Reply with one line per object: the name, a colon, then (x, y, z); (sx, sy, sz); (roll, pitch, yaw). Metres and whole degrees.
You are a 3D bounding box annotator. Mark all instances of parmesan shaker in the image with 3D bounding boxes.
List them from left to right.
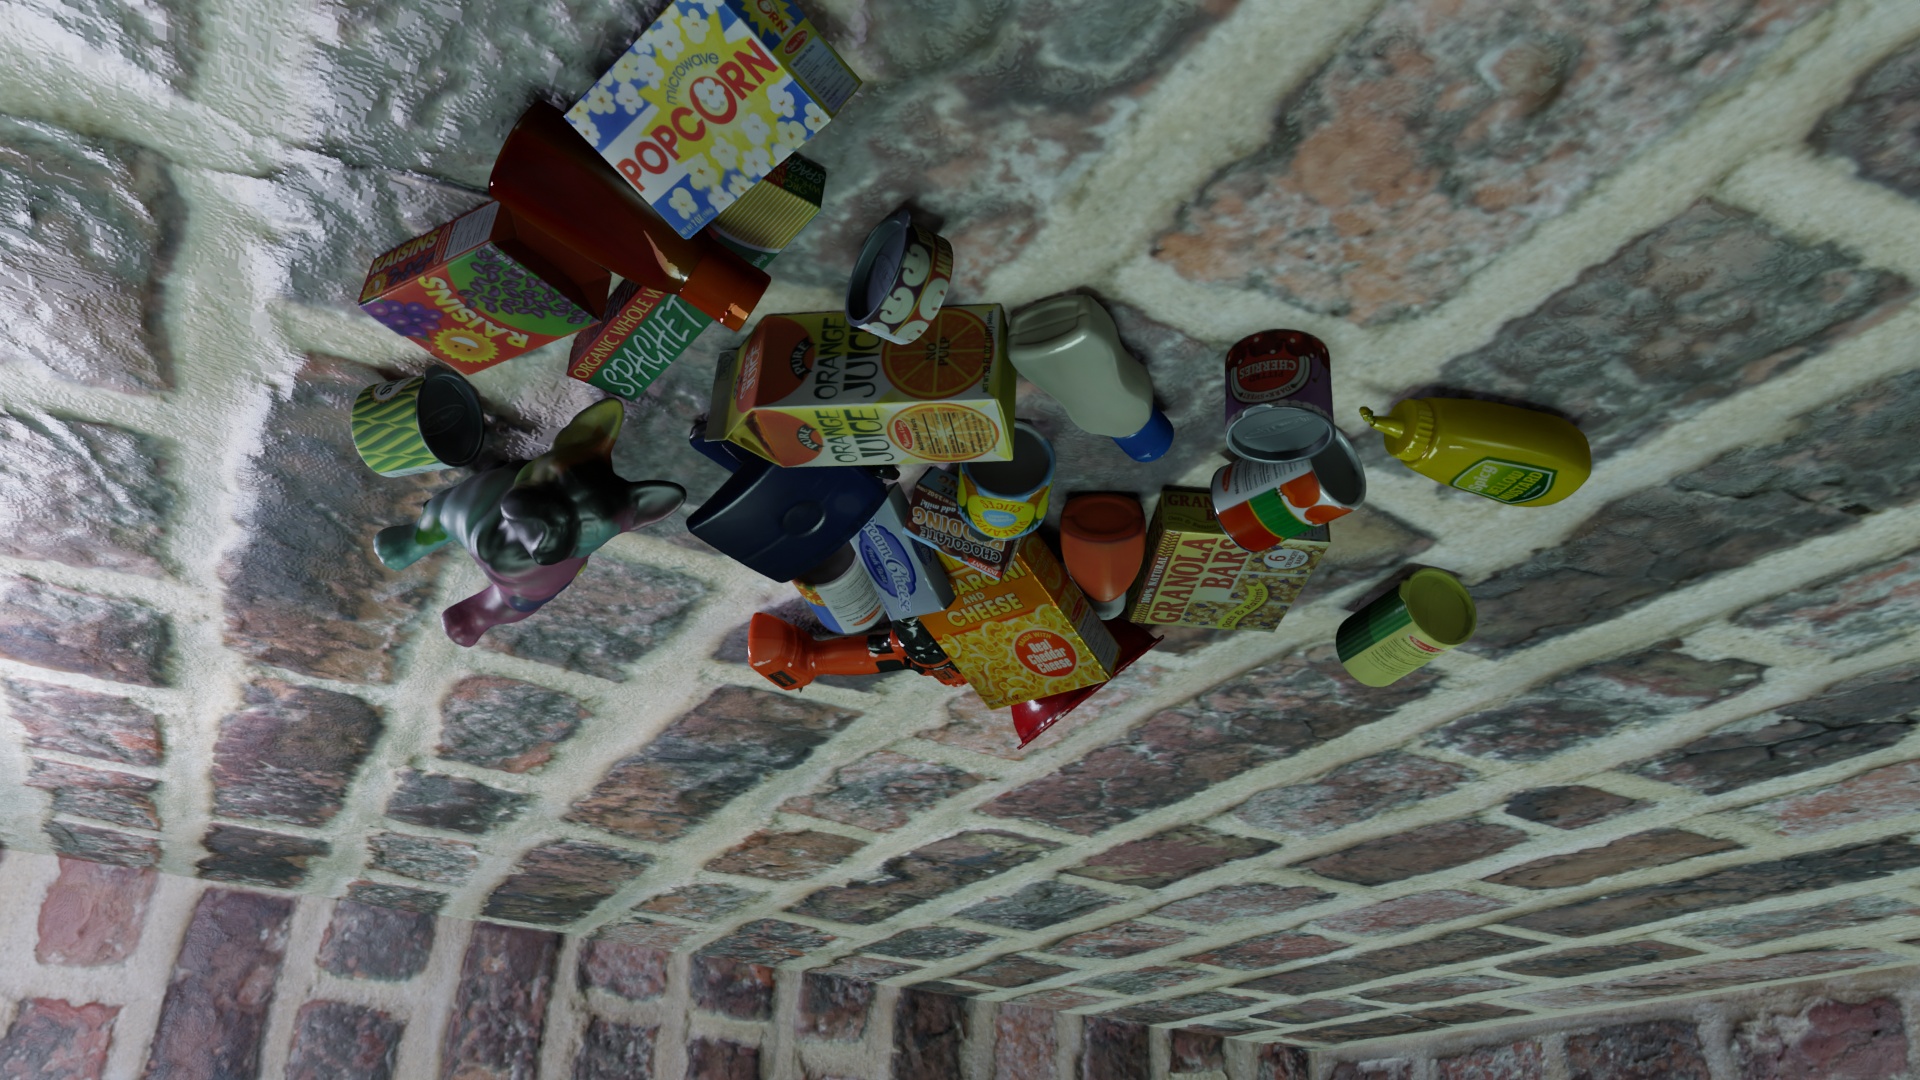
parmesan shaker: (0.361, 0.071, 1.139); (0.071, 0.071, 0.102); (12, 152, -15)

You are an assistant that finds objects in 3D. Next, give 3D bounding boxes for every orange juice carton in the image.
orange juice carton: (-0.065, -0.094, 0.872); (0.193, 0.072, 0.072); (-1, 151, 9)

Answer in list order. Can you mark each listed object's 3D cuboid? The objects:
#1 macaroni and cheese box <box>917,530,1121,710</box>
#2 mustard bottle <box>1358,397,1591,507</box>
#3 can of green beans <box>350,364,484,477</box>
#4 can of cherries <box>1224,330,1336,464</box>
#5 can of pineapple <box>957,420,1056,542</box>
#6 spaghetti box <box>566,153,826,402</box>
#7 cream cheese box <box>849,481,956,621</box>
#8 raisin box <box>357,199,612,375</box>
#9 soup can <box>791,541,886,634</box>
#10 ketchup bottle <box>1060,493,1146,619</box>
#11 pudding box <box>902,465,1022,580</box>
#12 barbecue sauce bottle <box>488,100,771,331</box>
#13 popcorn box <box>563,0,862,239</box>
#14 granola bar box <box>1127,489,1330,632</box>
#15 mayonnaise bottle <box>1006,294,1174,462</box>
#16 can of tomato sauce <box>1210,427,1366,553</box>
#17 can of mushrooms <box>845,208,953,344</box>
macaroni and cheese box: (0.031, 0.053, 1.102); (0.123, 0.040, 0.166); (-20, 118, 35)
mustard bottle: (0.329, -0.062, 0.906); (0.160, 0.049, 0.065); (11, 149, -14)
can of green beans: (-0.369, -0.079, 0.947); (0.058, 0.071, 0.071); (-7, 150, 20)
can of cherries: (0.197, -0.090, 0.862); (0.071, 0.058, 0.071); (4, 153, 2)
can of pineapple: (0.031, -0.040, 0.964); (0.071, 0.071, 0.057); (4, 151, 0)
spaghetti box: (-0.164, -0.152, 0.822); (0.050, 0.029, 0.249); (22, 147, -29)
cream cheese box: (-0.050, 0.010, 1.059); (0.053, 0.024, 0.103); (-16, 108, 34)
raisin box: (-0.285, -0.149, 0.833); (0.123, 0.040, 0.086); (-13, 148, 31)
soup can: (-0.100, 0.027, 1.115); (0.071, 0.071, 0.083); (-3, 150, 13)
ketchup bottle: (0.112, 0.017, 1.090); (0.065, 0.044, 0.148); (1, 152, 7)
pudding box: (0.004, -0.013, 1.013); (0.084, 0.030, 0.049); (27, 127, 12)
barbecue sauce bottle: (-0.173, -0.166, 0.737); (0.148, 0.044, 0.064); (33, 142, -14)
popcorn box: (-0.121, -0.211, 0.667); (0.126, 0.038, 0.085); (-24, 118, 42)
granola bar box: (0.205, 0.018, 1.085); (0.124, 0.039, 0.164); (4, 152, -2)
mayonnaise bottle: (0.089, -0.098, 0.880); (0.064, 0.041, 0.148); (-12, 149, 29)
can of tomato sauce: (0.226, -0.035, 0.952); (0.071, 0.071, 0.082); (24, 146, -32)
can of mushrooms: (-0.033, -0.147, 0.777); (0.033, 0.071, 0.070); (20, 148, -27)
